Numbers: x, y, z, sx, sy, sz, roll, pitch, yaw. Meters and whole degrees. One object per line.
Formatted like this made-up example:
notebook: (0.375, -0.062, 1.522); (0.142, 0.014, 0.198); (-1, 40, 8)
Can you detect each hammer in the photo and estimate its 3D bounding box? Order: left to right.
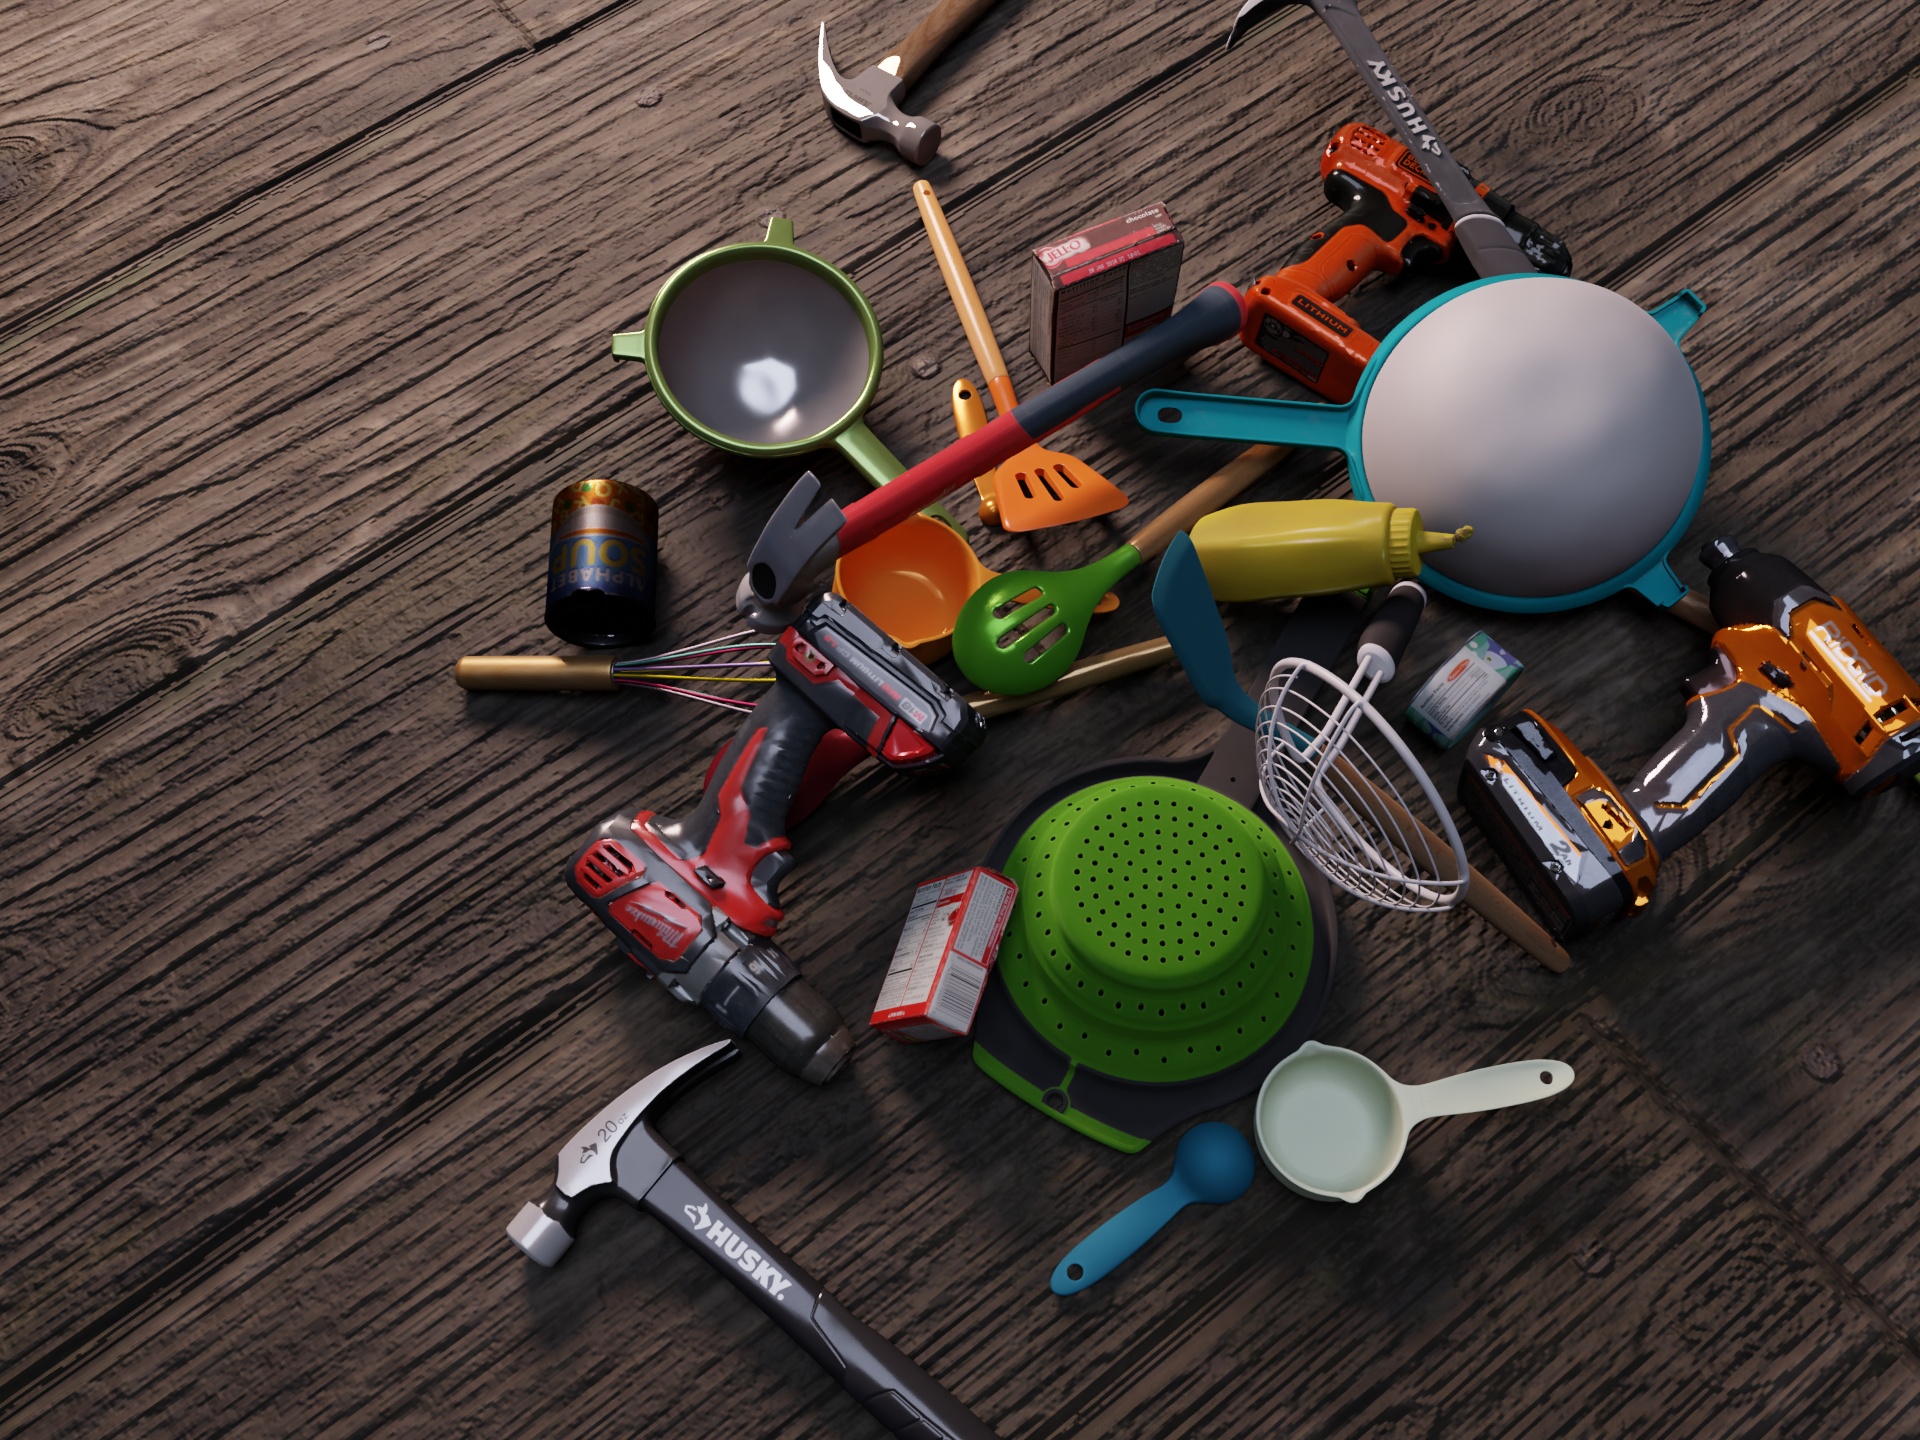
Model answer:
hammer: (-0.061, 0.302, 0.795); (0.335, 0.035, 0.146); (35, 72, 18)
hammer: (0.013, -0.554, 1.203); (0.130, 0.031, 0.331); (32, 70, 16)
hammer: (0.040, -0.177, 0.924); (0.386, 0.143, 0.038); (-35, 85, -28)
hammer: (0.317, -0.330, 1.016); (0.149, 0.036, 0.409); (-23, 76, -13)

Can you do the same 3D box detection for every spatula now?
spatula: (0.020, -0.247, 1.050); (0.081, 0.041, 0.323); (-14, 63, -10)
spatula: (0.213, 0.029, 0.841); (0.317, 0.044, 0.082); (39, 37, -7)

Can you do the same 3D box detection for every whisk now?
whisk: (-0.186, -0.028, 0.962); (0.245, 0.051, 0.047); (0, 44, 8)

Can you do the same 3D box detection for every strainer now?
strainer: (-0.091, -0.190, 1.025); (0.151, 0.069, 0.256); (-43, 86, -17)
strainer: (0.272, -0.179, 0.926); (0.340, 0.095, 0.211); (6, 83, 7)

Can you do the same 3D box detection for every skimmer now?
skimmer: (0.224, -0.020, 0.798); (0.090, 0.363, 0.127); (-29, 97, 32)

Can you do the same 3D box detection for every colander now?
colander: (0.145, 0.036, 0.877); (0.204, 0.094, 0.397); (27, 69, 15)

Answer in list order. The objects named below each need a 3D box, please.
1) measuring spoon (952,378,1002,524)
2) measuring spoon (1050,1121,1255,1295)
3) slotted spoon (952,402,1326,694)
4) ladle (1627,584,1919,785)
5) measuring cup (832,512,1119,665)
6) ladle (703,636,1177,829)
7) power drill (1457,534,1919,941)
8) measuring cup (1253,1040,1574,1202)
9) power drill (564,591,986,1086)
measuring spoon: (0.012, -0.177, 1.033); (0.021, 0.011, 0.117); (-11, 64, -2)
measuring spoon: (0.098, 0.252, 0.816); (0.128, 0.021, 0.042); (-34, 67, -14)
slotted spoon: (0.121, -0.116, 0.967); (0.314, 0.031, 0.070); (-37, 91, -24)
ladle: (0.471, -0.048, 0.922); (0.320, 0.062, 0.078); (34, 79, 20)
measuring cup: (0.007, -0.071, 0.966); (0.173, 0.052, 0.095); (6, 65, -11)
ladle: (-0.001, -0.003, 0.937); (0.315, 0.031, 0.069); (-18, 69, -5)
power drill: (0.391, 0.003, 0.870); (0.226, 0.084, 0.164); (-29, 66, 1)
measuring cup: (0.233, 0.202, 0.826); (0.167, 0.038, 0.083); (-10, 64, -4)
power drill: (-0.082, 0.066, 0.865); (0.188, 0.080, 0.226); (40, 90, 10)
